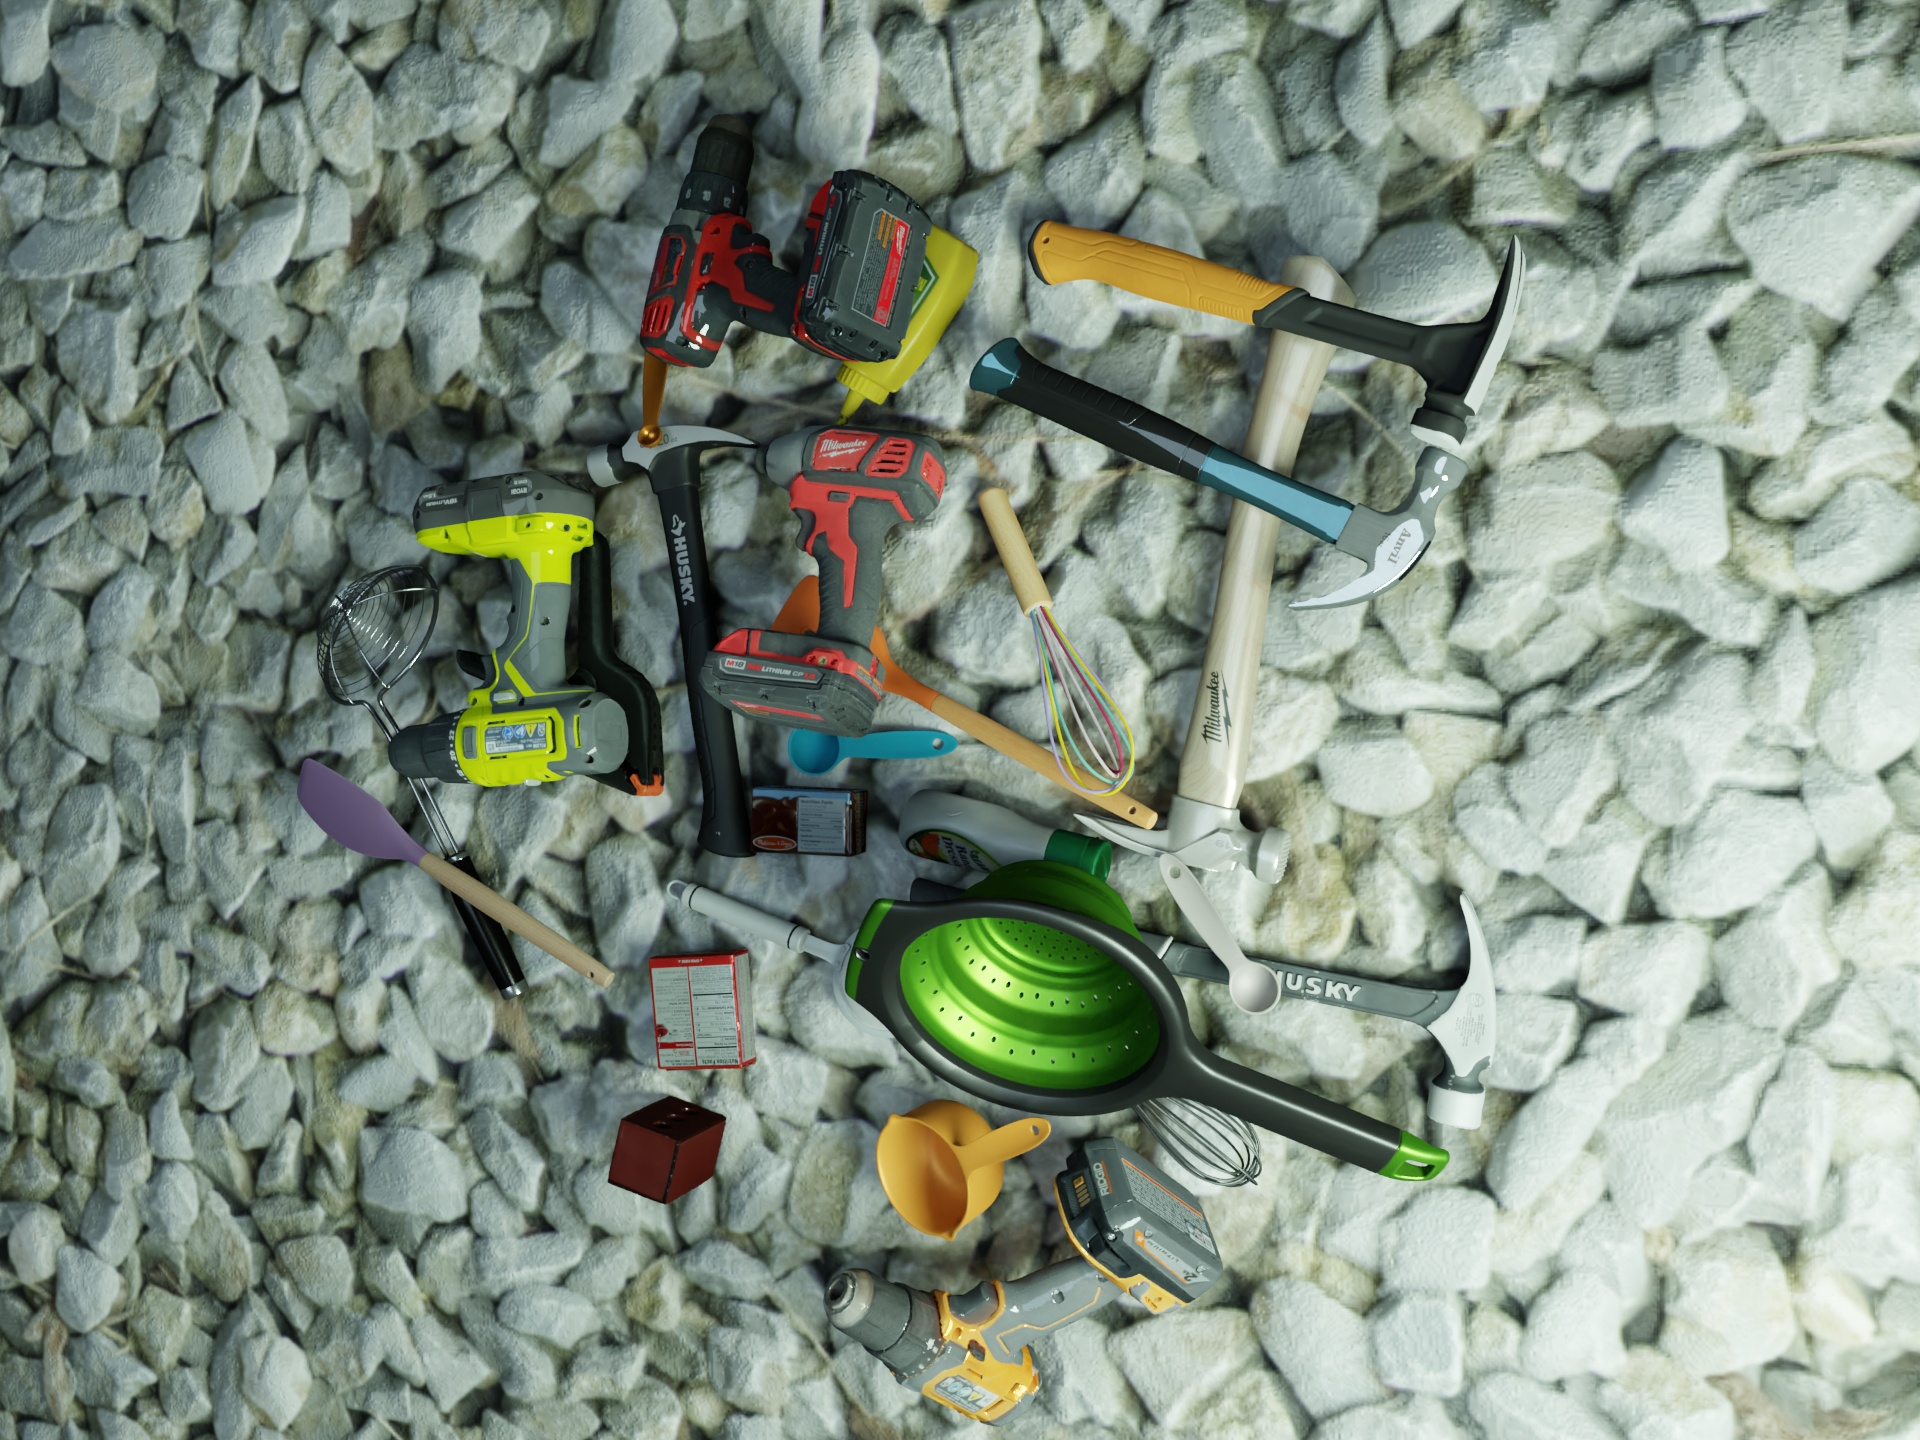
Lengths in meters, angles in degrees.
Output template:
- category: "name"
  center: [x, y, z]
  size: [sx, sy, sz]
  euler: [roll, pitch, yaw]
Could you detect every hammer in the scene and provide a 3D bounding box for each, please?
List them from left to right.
- category: "hammer"
  center: [-0.193, -0.061, 1.208]
  size: [0.146, 0.035, 0.335]
  euler: [-10, 87, 20]
- category: "hammer"
  center: [0.155, 0.159, 1.085]
  size: [0.409, 0.036, 0.149]
  euler: [9, 93, 20]
- category: "hammer"
  center: [0.152, -0.176, 1.049]
  size: [0.331, 0.033, 0.128]
  euler: [29, 99, 20]
- category: "hammer"
  center: [0.184, -0.105, 1.071]
  size: [0.146, 0.038, 0.410]
  euler: [12, 94, 21]
- category: "hammer"
  center: [0.190, -0.282, 1.034]
  size: [0.337, 0.034, 0.127]
  euler: [24, 95, 30]

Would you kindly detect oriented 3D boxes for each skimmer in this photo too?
- category: "skimmer"
  center: [-0.420, 0.049, 1.295]
  size: [0.127, 0.090, 0.363]
  euler: [-23, 93, 21]

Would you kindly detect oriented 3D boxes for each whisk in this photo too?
- category: "whisk"
  center: [0.065, -0.059, 1.090]
  size: [0.245, 0.051, 0.047]
  euler: [69, 153, 23]
- category: "whisk"
  center: [0.107, 0.243, 1.098]
  size: [0.239, 0.055, 0.055]
  euler: [33, 101, 20]

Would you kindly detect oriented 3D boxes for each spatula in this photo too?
- category: "spatula"
  center: [-0.400, 0.124, 1.245]
  size: [0.316, 0.018, 0.059]
  euler: [29, 116, 14]
- category: "spatula"
  center: [-0.002, -0.004, 1.121]
  size: [0.323, 0.041, 0.081]
  euler: [29, 89, 27]

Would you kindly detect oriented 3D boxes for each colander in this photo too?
- category: "colander"
  center: [0.128, 0.188, 1.031]
  size: [0.397, 0.095, 0.204]
  euler: [21, 134, 1]

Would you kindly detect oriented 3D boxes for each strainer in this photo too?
- category: "strainer"
  center: [-0.114, 0.167, 1.181]
  size: [0.258, 0.050, 0.087]
  euler: [18, 81, 22]

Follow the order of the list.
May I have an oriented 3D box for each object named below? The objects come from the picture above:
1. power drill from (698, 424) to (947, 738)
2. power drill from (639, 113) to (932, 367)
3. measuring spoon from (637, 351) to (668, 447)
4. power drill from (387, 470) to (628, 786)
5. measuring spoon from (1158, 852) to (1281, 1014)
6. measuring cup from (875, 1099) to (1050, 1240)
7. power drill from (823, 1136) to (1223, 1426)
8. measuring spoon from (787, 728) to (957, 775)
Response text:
- category: "power drill"
  center: [-0.102, -0.108, 1.133]
  size: [0.143, 0.078, 0.220]
  euler: [10, 76, 20]
- category: "power drill"
  center: [-0.132, -0.345, 1.139]
  size: [0.227, 0.080, 0.188]
  euler: [13, 89, 39]
- category: "measuring spoon"
  center: [-0.232, -0.256, 1.213]
  size: [0.021, 0.011, 0.117]
  euler: [-8, 63, 15]
- category: "power drill"
  center: [-0.353, -0.062, 1.208]
  size: [0.190, 0.080, 0.228]
  euler: [-5, 85, 19]
- category: "measuring spoon"
  center: [0.171, 0.139, 1.056]
  size: [0.034, 0.018, 0.124]
  euler: [-41, 70, 21]
- category: "measuring cup"
  center: [0.015, 0.295, 1.101]
  size: [0.173, 0.052, 0.095]
  euler: [-34, 78, 39]
- category: "power drill"
  center: [0.037, 0.374, 1.064]
  size: [0.226, 0.084, 0.185]
  euler: [-39, 122, 15]
- category: "measuring spoon"
  center: [-0.064, 0.019, 1.176]
  size: [0.128, 0.021, 0.042]
  euler: [-2, 89, 11]
